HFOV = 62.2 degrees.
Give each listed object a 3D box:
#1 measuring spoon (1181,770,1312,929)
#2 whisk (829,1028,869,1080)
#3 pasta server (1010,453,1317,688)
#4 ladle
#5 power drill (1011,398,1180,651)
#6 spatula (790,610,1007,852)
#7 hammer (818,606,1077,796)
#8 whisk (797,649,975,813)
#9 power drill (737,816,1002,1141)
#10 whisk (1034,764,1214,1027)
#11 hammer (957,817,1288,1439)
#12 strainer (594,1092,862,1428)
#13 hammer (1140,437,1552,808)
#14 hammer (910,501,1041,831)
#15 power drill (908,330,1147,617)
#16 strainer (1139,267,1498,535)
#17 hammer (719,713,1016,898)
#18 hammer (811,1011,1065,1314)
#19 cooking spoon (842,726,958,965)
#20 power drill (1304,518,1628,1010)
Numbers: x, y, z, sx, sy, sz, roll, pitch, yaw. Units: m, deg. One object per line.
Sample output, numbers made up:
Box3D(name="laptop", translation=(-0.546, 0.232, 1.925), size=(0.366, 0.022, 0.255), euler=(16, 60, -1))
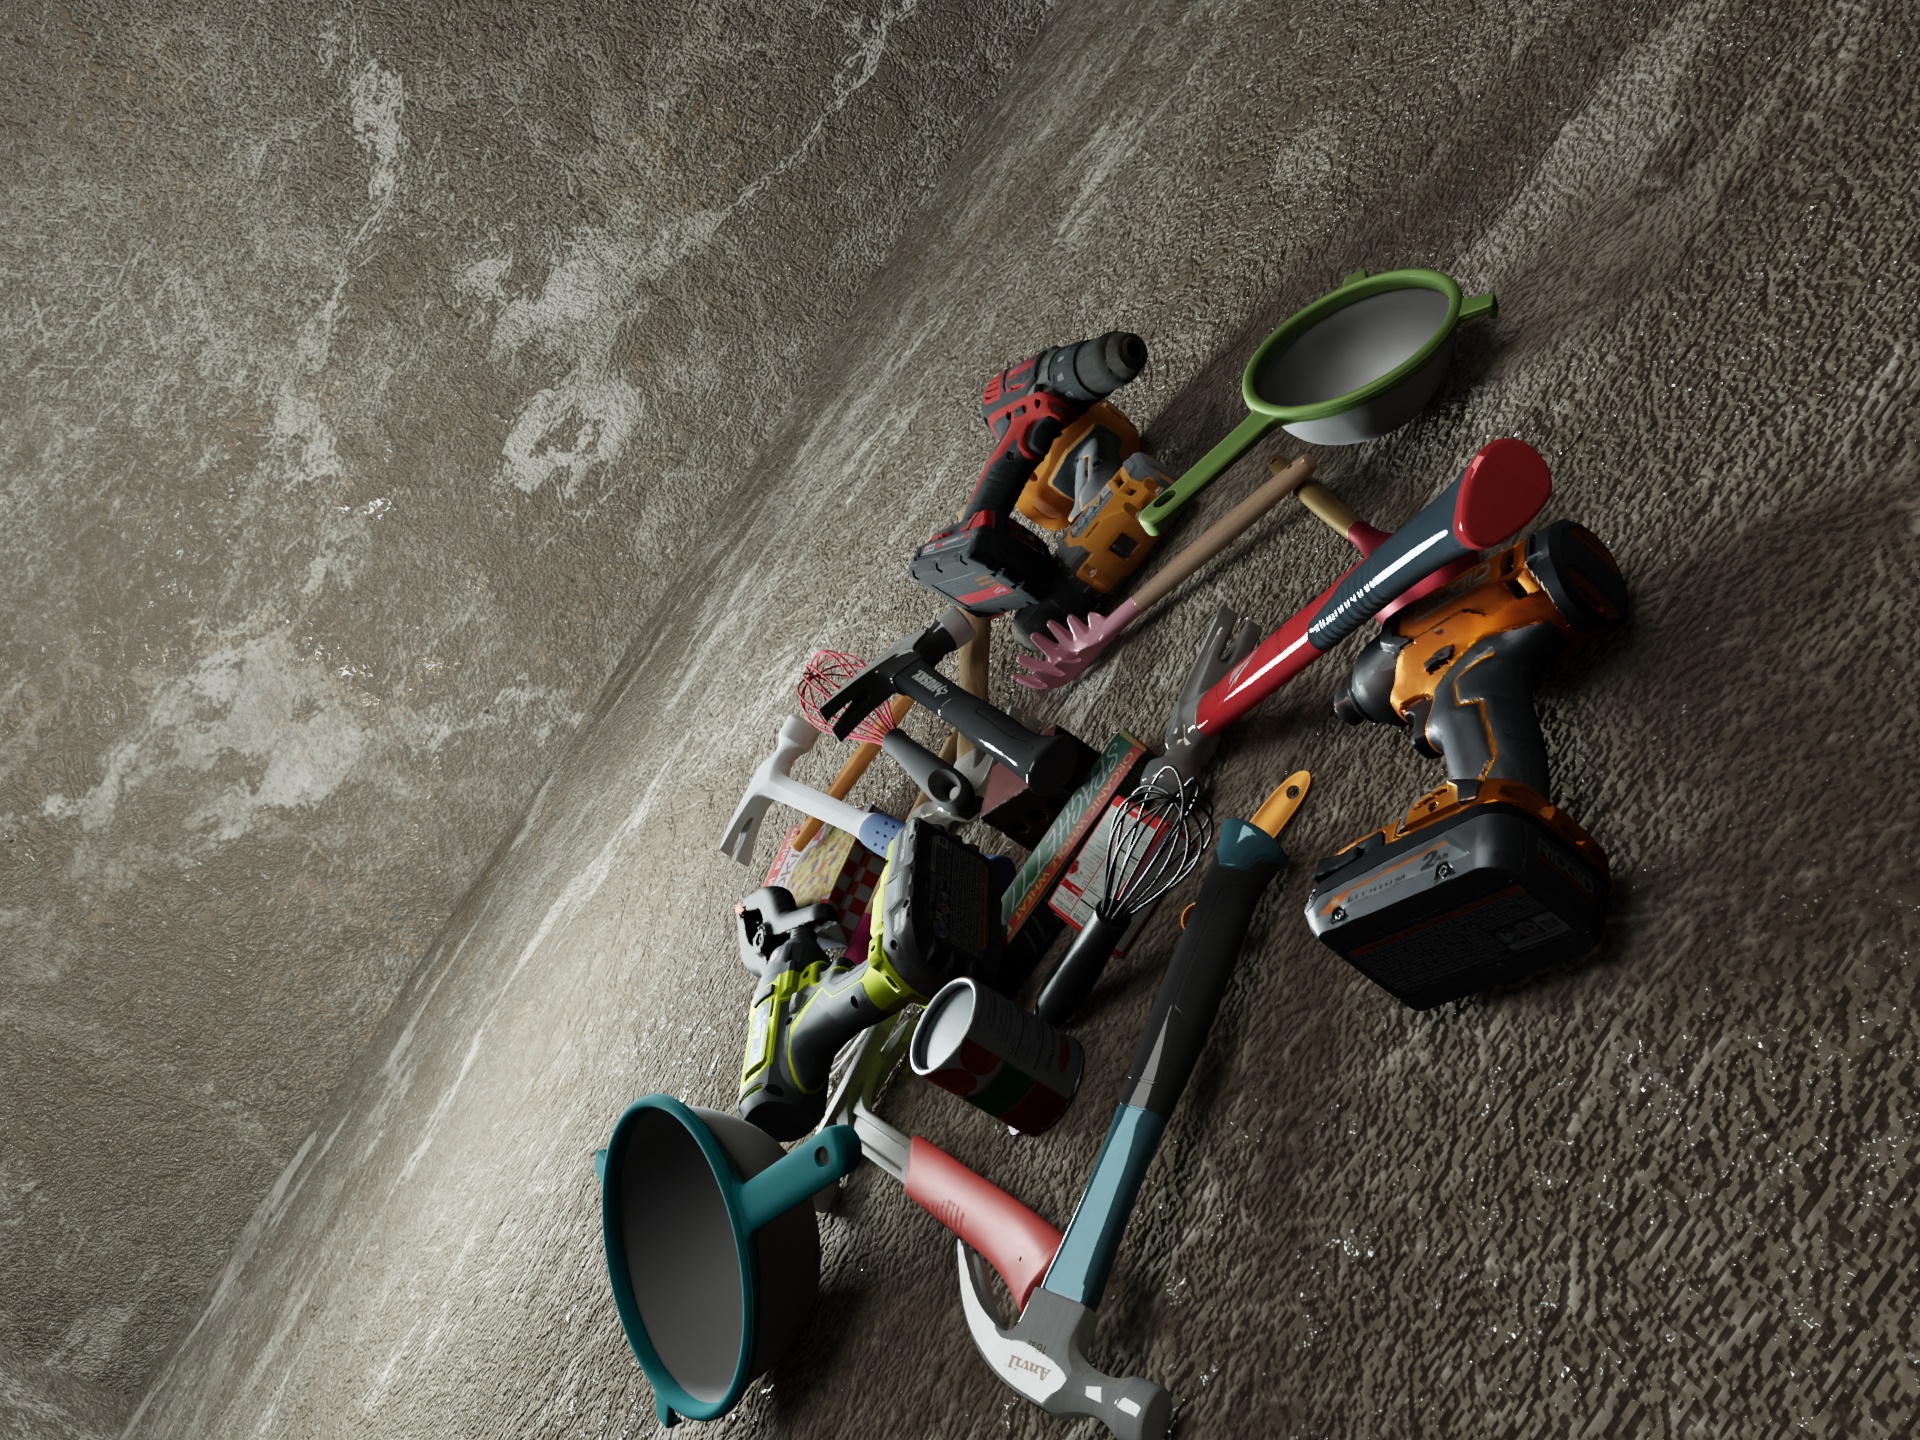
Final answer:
Box3D(name="measuring spoon", translation=(0.168, 0.078, 0.922), size=(0.117, 0.011, 0.021), euler=(-53, 43, 2))
Box3D(name="whisk", translation=(-0.061, 0.209, 1.188), size=(0.246, 0.058, 0.059), euler=(-39, -16, 29))
Box3D(name="pasta server", translation=(0.144, -0.105, 1.176), size=(0.316, 0.040, 0.060), euler=(-40, 23, 45))
Box3D(name="ladle", translation=(0.249, -0.129, 1.023), size=(0.069, 0.031, 0.316), euler=(-52, 20, 14))
Box3D(name="power drill", translation=(0.097, -0.171, 1.352), size=(0.185, 0.084, 0.226), euler=(-51, 26, 20))
Box3D(name="spatula", translation=(-0.047, -0.008, 1.441), size=(0.322, 0.041, 0.081), euler=(-53, 22, -4))
Box3D(name="hammer", translation=(-0.002, -0.004, 1.186), size=(0.146, 0.035, 0.335), euler=(-36, 24, -9))
Box3D(name="whisk", translation=(-0.064, 0.011, 1.342), size=(0.073, 0.073, 0.296), euler=(-56, 37, 3))
Box3D(name="power drill", translation=(-0.071, 0.173, 1.116), size=(0.223, 0.080, 0.171), euler=(-42, 28, 32))
Box3D(name="whisk", translation=(0.087, 0.111, 0.922), size=(0.055, 0.055, 0.238), euler=(-79, 9, -45))
Box3D(name="hammer", translation=(0.101, 0.193, 0.826), size=(0.128, 0.033, 0.331), euler=(6, 56, 36))
Box3D(name="strainer", translation=(-0.124, 0.320, 1.032), size=(0.340, 0.095, 0.211), euler=(-43, 59, 44))
Box3D(name="hammer", translation=(0.200, -0.063, 0.865), size=(0.143, 0.038, 0.386), euler=(-63, 5, -22))
Box3D(name="hammer", translation=(0.013, -0.062, 1.361), size=(0.130, 0.031, 0.332), euler=(-35, 40, 39))
Box3D(name="power drill", translation=(0.060, -0.207, 1.288), size=(0.188, 0.080, 0.227), euler=(-9, 56, 58))
Box3D(name="strainer", translation=(0.227, -0.191, 1.043), size=(0.256, 0.069, 0.152), euler=(-41, 31, -4))
Box3D(name="hammer", translation=(-0.083, 0.092, 1.313), size=(0.406, 0.035, 0.144), euler=(17, 75, 57))
Box3D(name="hammer", translation=(-0.009, 0.278, 0.984), size=(0.149, 0.036, 0.359), euler=(-61, 21, -12))
Box3D(name="cooking spoon", translation=(-0.063, 0.140, 1.328), size=(0.069, 0.017, 0.319), euler=(-10, 50, 61))
Box3D(name="power drill", translation=(0.234, 0.020, 0.764), size=(0.164, 0.084, 0.227), euler=(-35, 25, 46))
